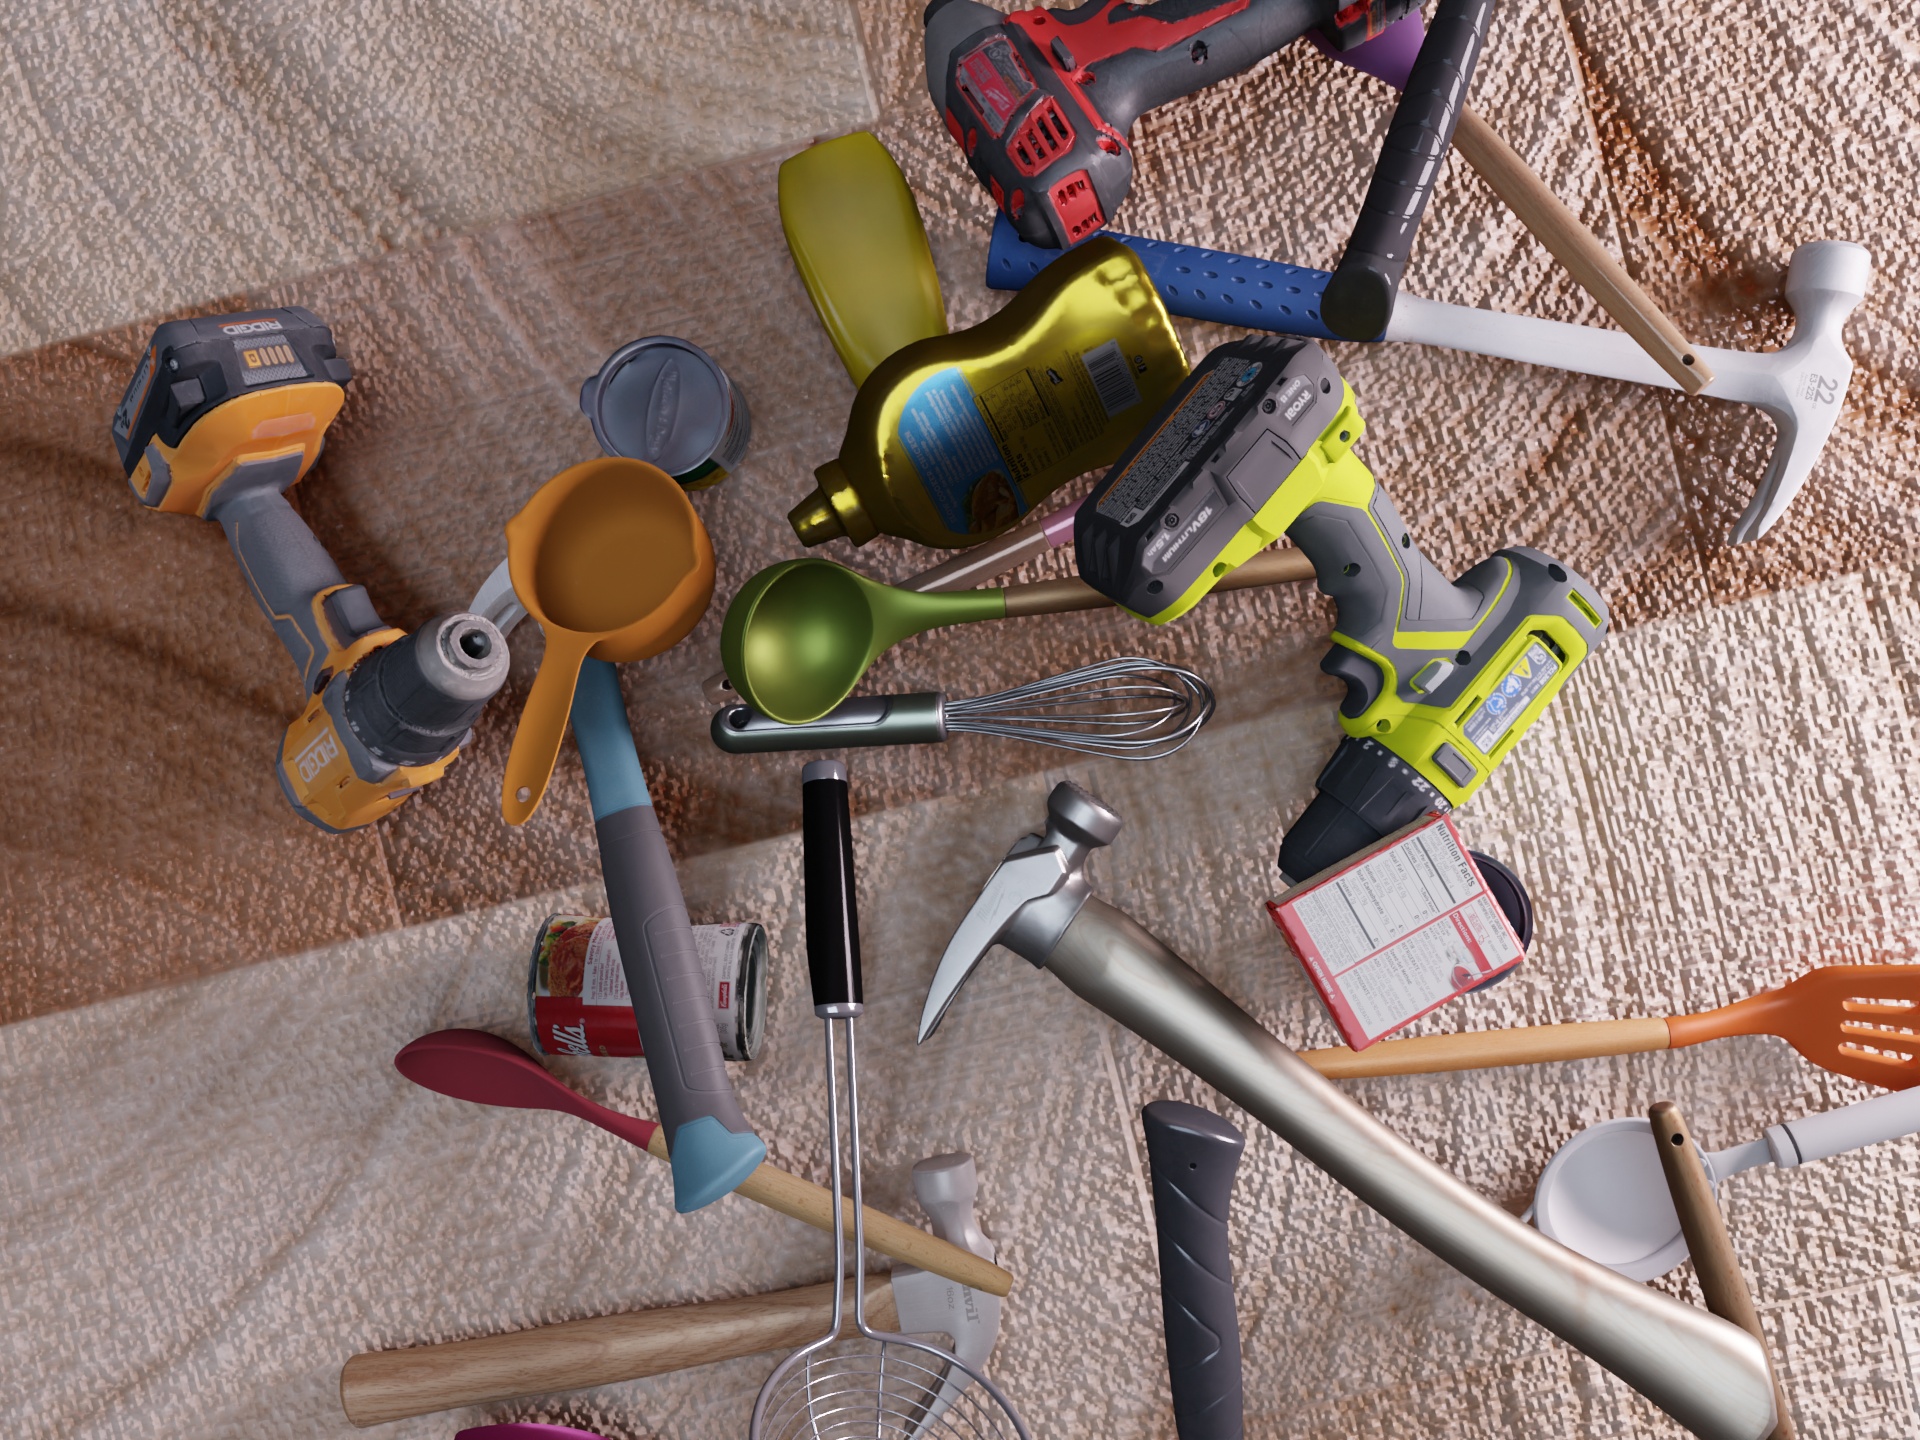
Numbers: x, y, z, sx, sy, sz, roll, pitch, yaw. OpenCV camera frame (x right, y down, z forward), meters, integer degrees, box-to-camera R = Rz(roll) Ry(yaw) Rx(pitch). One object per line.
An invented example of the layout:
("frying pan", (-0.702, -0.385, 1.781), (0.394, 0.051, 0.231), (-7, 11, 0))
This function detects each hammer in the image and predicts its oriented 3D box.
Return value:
("hammer", (-0.142, 0.307, 0.784), (0.331, 0.031, 0.130), (-11, 89, 4))
("hammer", (0.115, 0.371, 0.738), (0.149, 0.036, 0.409), (-5, 100, 6))
("hammer", (-0.150, 0.056, 0.732), (0.128, 0.033, 0.331), (-20, 70, 3))
("hammer", (0.227, -0.328, 0.697), (0.035, 0.146, 0.335), (20, 91, 10))
("hammer", (0.213, -0.186, 0.757), (0.405, 0.035, 0.144), (11, 91, 3))
("hammer", (0.173, 0.202, 0.732), (0.411, 0.038, 0.146), (35, 94, 12))

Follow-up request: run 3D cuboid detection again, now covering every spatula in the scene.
("spatula", (0.240, -0.272, 0.739), (0.060, 0.018, 0.316), (-36, 77, 2))
("spatula", (0.365, 0.318, 0.730), (0.082, 0.044, 0.317), (-20, 95, 4))
("spatula", (0.311, 0.155, 0.751), (0.322, 0.041, 0.081), (-7, 115, 5))

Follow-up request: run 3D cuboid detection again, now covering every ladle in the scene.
("ladle", (0.048, -0.054, 0.742), (0.320, 0.062, 0.078), (-8, 115, -6))
("ladle", (-0.123, 0.209, 0.759), (0.315, 0.069, 0.031), (20, 56, 9))

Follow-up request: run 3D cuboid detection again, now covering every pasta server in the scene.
("pasta server", (0.017, -0.079, 0.776), (0.316, 0.040, 0.060), (-25, 89, 7))

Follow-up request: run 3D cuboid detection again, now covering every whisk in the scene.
("whisk", (-0.001, -0.002, 0.767), (0.246, 0.059, 0.058), (-3, 52, 8))

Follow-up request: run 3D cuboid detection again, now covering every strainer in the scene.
("strainer", (0.371, 0.199, 0.735), (0.258, 0.050, 0.087), (-19, 103, 10))

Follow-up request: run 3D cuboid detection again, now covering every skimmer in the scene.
("skimmer", (-0.037, 0.184, 0.701), (0.127, 0.090, 0.363), (6, 69, -28))

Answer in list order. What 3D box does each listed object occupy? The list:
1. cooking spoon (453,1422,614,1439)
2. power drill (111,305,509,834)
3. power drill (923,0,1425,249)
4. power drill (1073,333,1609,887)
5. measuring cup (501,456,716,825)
("cooking spoon", (-0.094, 0.393, 0.780), (0.319, 0.017, 0.068), (12, 122, 0))
("power drill", (-0.291, -0.073, 0.726), (0.185, 0.084, 0.226), (-28, 87, 47))
("power drill", (0.089, -0.328, 0.730), (0.219, 0.078, 0.143), (-32, 67, 7))
("power drill", (0.162, -0.039, 0.710), (0.228, 0.080, 0.190), (39, 92, -23))
("measuring cup", (-0.167, -0.031, 0.720), (0.095, 0.052, 0.174), (12, 76, 12))
